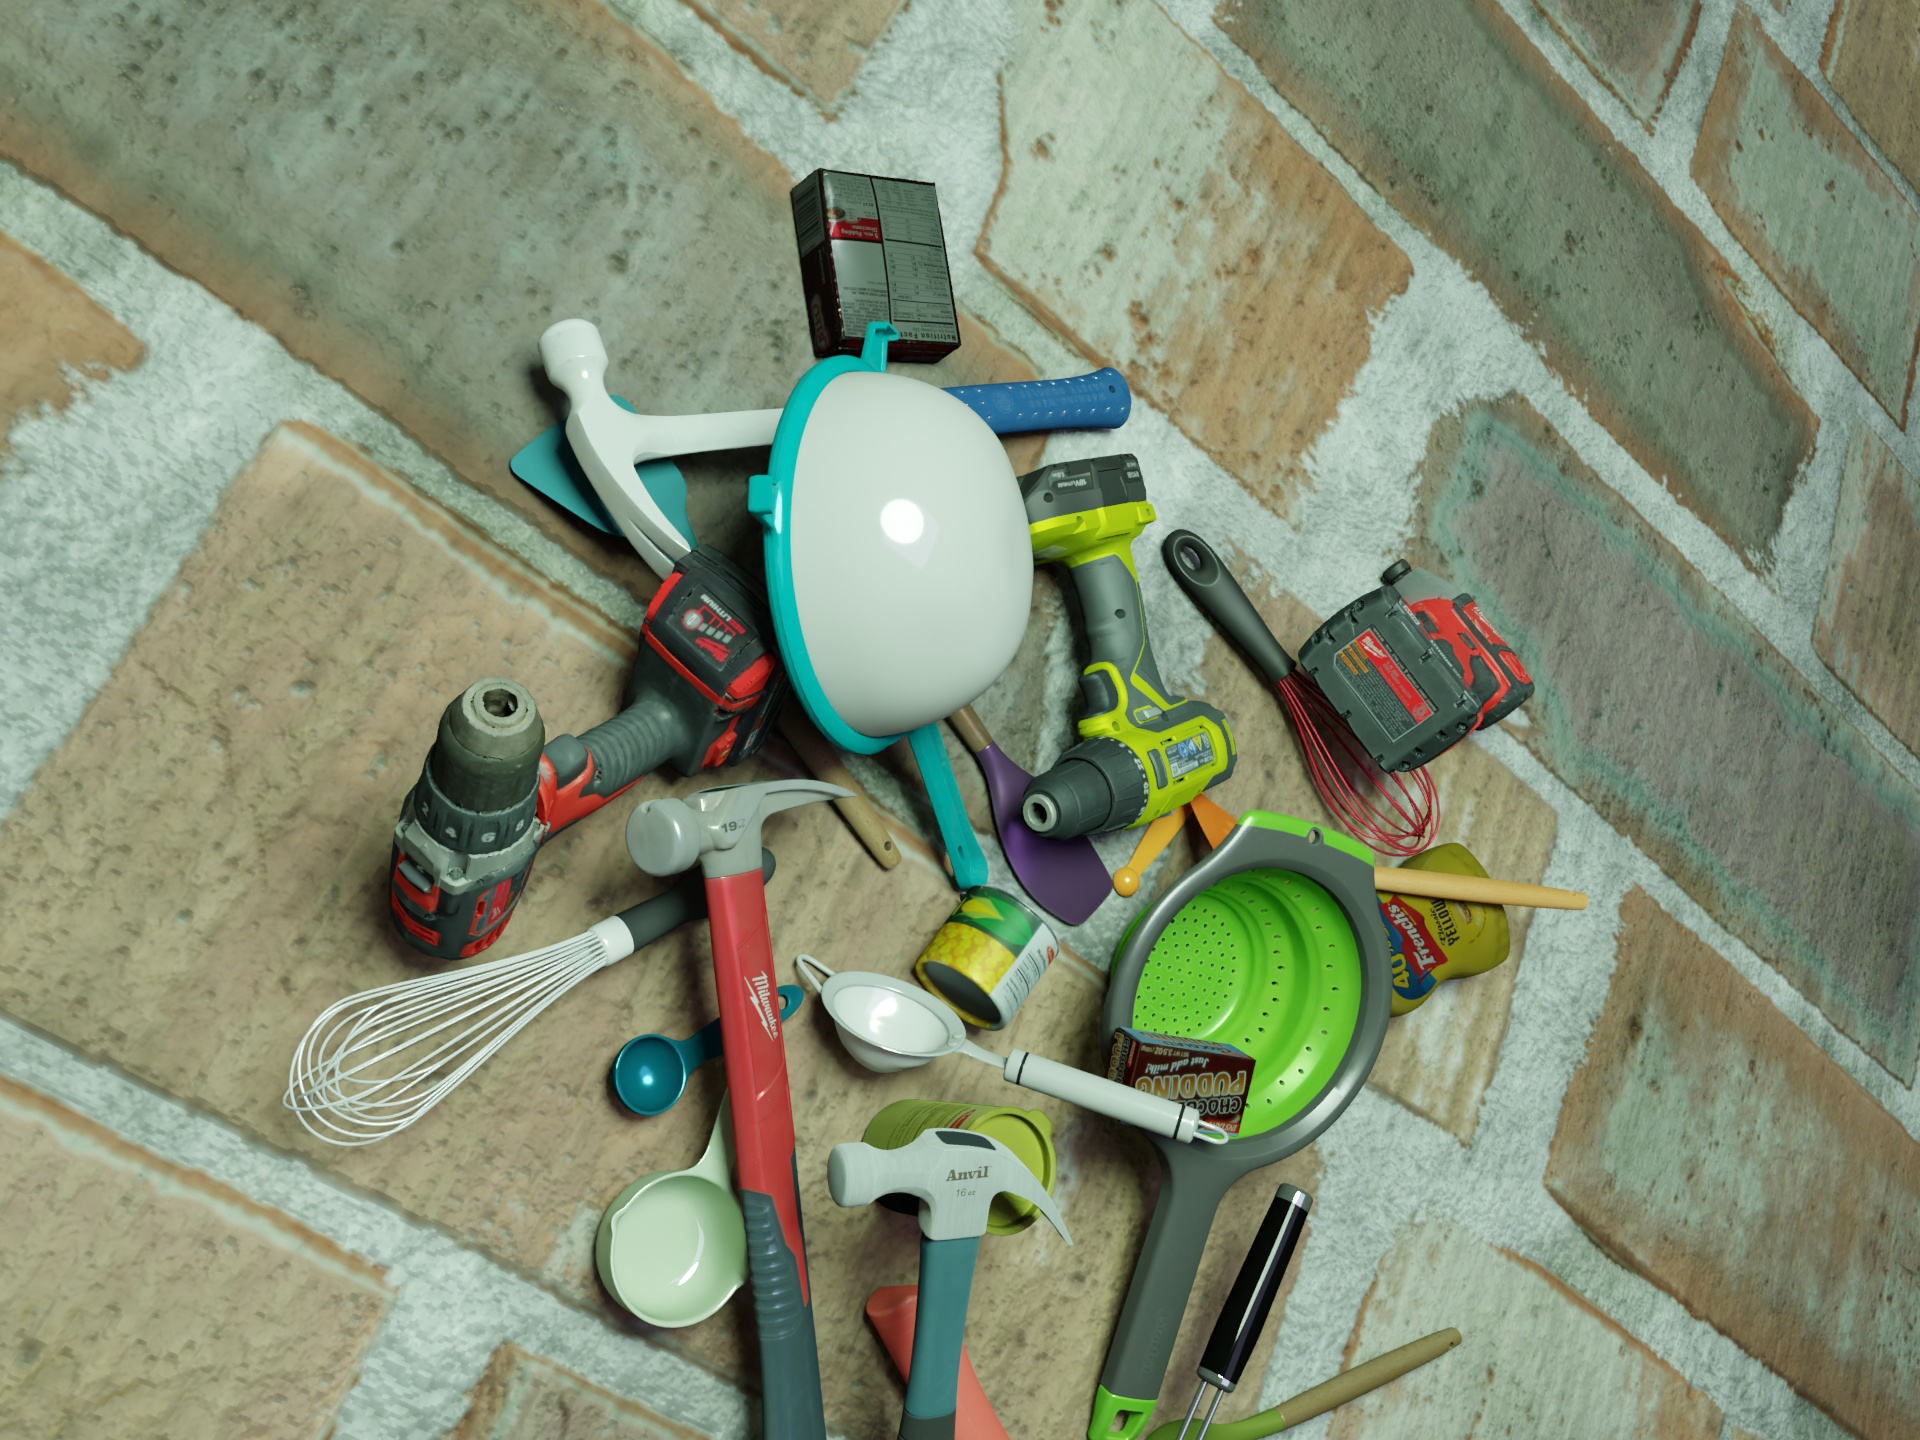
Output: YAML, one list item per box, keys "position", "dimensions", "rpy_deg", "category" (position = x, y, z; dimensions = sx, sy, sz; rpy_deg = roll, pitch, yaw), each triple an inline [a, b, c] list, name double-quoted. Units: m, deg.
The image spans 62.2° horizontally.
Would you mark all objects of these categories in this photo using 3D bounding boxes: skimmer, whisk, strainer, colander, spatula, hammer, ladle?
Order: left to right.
- position: [-0.207, 0.126, 0.810]
  dimensions: [0.284, 0.070, 0.070]
  rpy_deg: [-26, 95, -39]
  category: "whisk"
- position: [-0.128, -0.041, 0.912]
  dimensions: [0.082, 0.044, 0.317]
  rpy_deg: [-44, 109, -32]
  category: "spatula"
- position: [-0.090, 0.224, 0.827]
  dimensions: [0.143, 0.038, 0.386]
  rpy_deg: [-9, 93, -55]
  category: "hammer"
- position: [-0.046, -0.177, 0.960]
  dimensions: [0.405, 0.035, 0.144]
  rpy_deg: [-14, 77, -39]
  category: "hammer"
- position: [-0.019, 0.367, 0.822]
  dimensions: [0.128, 0.033, 0.331]
  rpy_deg: [1, 103, -24]
  category: "hammer"
- position: [-0.002, -0.003, 0.987]
  dimensions: [0.060, 0.018, 0.315]
  rpy_deg: [-41, 104, -31]
  category: "spatula"
- position: [0.000, -0.037, 0.870]
  dimensions: [0.211, 0.095, 0.340]
  rpy_deg: [-65, 146, -49]
  category: "strainer"
- position: [0.023, 0.192, 0.884]
  dimensions: [0.087, 0.258, 0.050]
  rpy_deg: [-34, 139, -70]
  category: "strainer"
- position: [0.039, 0.481, 0.907]
  dimensions: [0.149, 0.037, 0.359]
  rpy_deg: [-34, 100, -33]
  category: "hammer"
- position: [0.118, 0.420, 0.877]
  dimensions: [0.127, 0.090, 0.363]
  rpy_deg: [24, 68, 16]
  category: "skimmer"
- position: [0.136, 0.246, 0.997]
  dimensions: [0.204, 0.094, 0.397]
  rpy_deg: [18, 89, -25]
  category: "colander"
- position: [0.241, -0.019, 1.127]
  dimensions: [0.295, 0.073, 0.073]
  rpy_deg: [49, 59, -9]
  category: "whisk"
- position: [0.231, 0.450, 1.027]
  dimensions: [0.320, 0.062, 0.078]
  rpy_deg: [-4, 106, -36]
  category: "ladle"
- position: [0.303, 0.103, 1.101]
  dimensions: [0.322, 0.041, 0.081]
  rpy_deg: [8, 33, -18]
  category: "spatula"

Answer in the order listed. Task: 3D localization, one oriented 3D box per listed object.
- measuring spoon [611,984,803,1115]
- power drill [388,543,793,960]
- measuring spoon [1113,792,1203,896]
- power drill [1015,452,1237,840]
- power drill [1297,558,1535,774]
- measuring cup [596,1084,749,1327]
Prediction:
- position: [-0.138, 0.175, 0.868]
  dimensions: [0.128, 0.021, 0.042]
  rpy_deg: [-23, 93, -43]
  category: "measuring spoon"
- position: [-0.174, 0.004, 0.766]
  dimensions: [0.080, 0.187, 0.227]
  rpy_deg: [41, 49, 8]
  category: "power drill"
- position: [0.138, 0.073, 1.066]
  dimensions: [0.021, 0.011, 0.117]
  rpy_deg: [49, 59, -15]
  category: "measuring spoon"
- position: [0.080, -0.042, 0.994]
  dimensions: [0.190, 0.080, 0.228]
  rpy_deg: [-18, 91, -49]
  category: "power drill"
- position: [0.331, -0.048, 1.140]
  dimensions: [0.143, 0.078, 0.219]
  rpy_deg: [55, 31, 10]
  category: "power drill"
- position: [-0.137, 0.233, 0.843]
  dimensions: [0.083, 0.038, 0.168]
  rpy_deg: [33, 63, -24]
  category: "measuring cup"
